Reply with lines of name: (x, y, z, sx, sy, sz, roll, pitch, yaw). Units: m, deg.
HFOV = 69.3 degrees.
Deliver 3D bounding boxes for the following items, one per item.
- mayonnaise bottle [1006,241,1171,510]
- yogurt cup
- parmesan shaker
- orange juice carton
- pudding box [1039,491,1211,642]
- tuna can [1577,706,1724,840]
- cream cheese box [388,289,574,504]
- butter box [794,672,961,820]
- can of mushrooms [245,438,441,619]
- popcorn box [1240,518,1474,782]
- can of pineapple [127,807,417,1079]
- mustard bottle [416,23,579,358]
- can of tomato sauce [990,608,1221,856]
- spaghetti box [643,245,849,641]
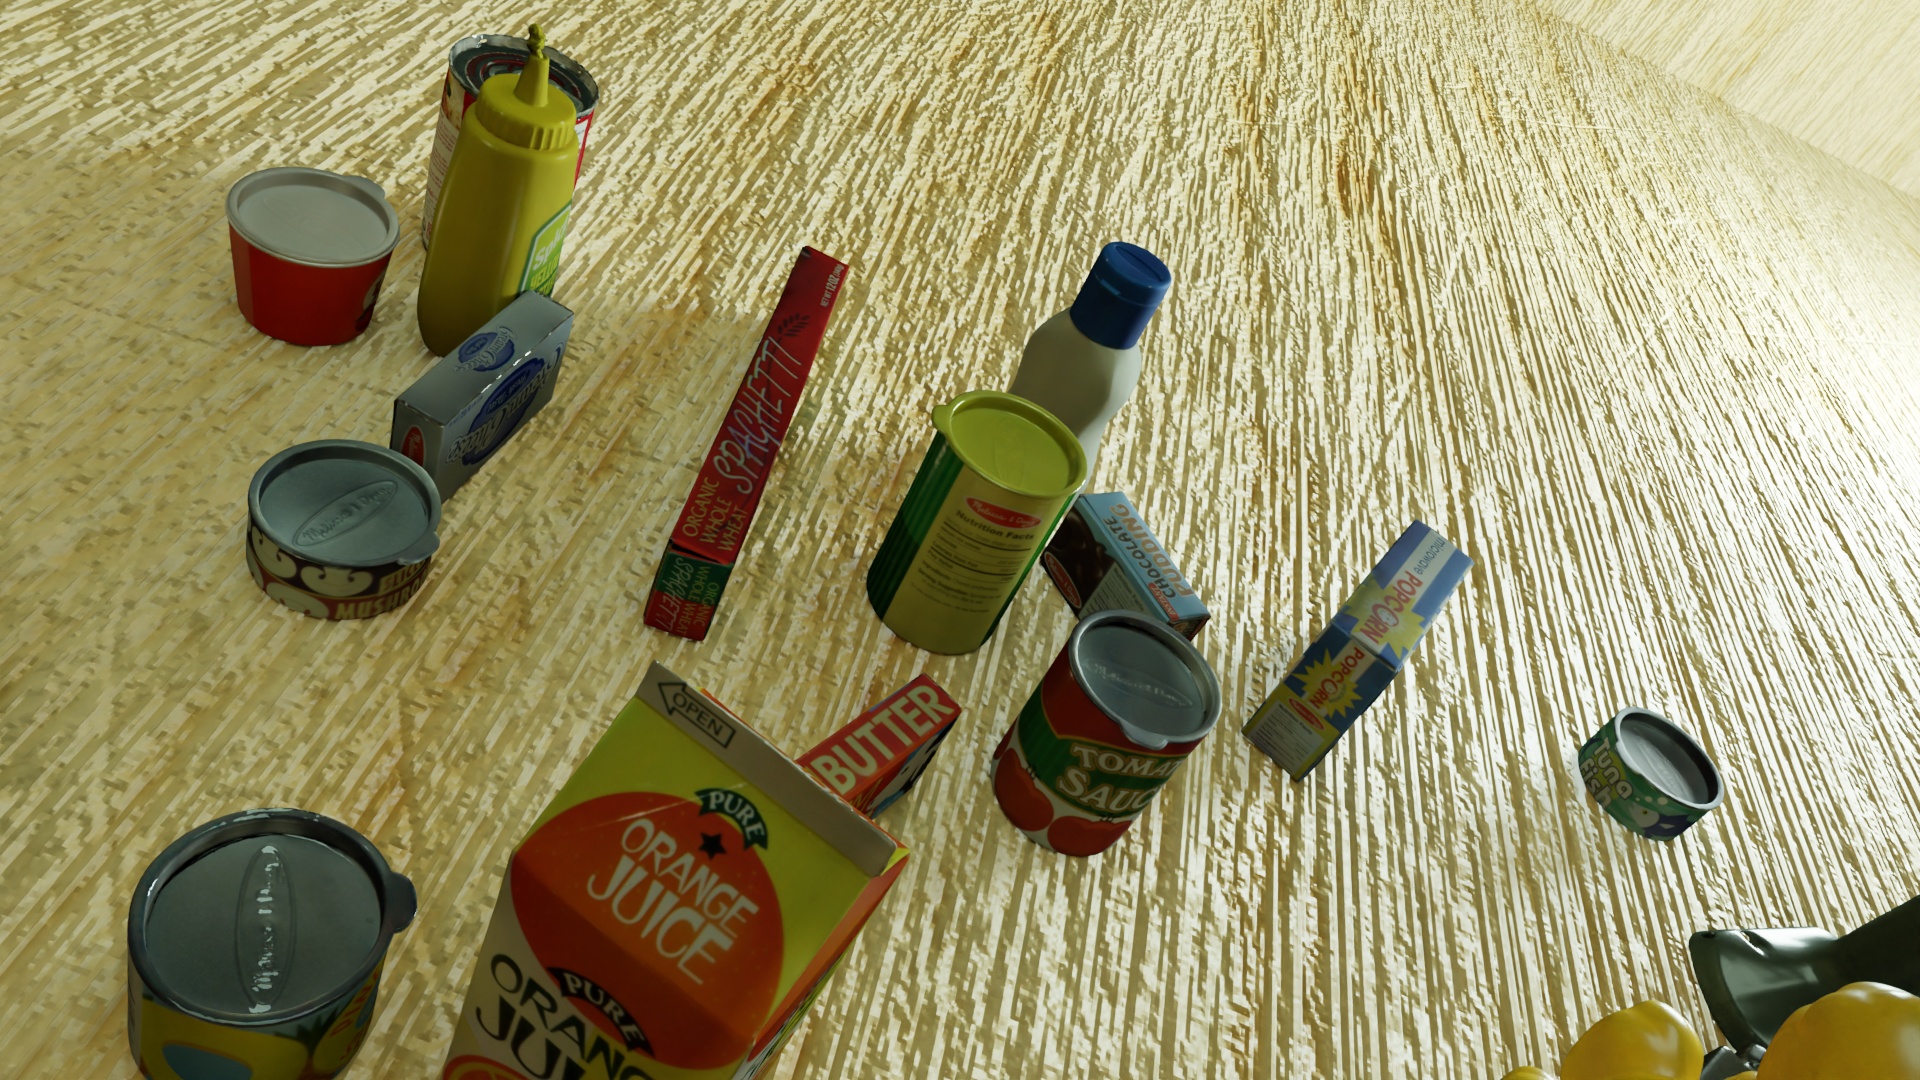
mayonnaise bottle: (0.055, -0.078, 0.687, 0.065, 0.147, 0.041, 42, 41, 16)
yogurt cup: (-0.285, -0.122, 0.608, 0.072, 0.053, 0.073, 17, 40, -15)
parmesan shaker: (0.002, -0.008, 0.615, 0.071, 0.102, 0.072, 17, 40, -15)
orange juice carton: (-0.077, 0.111, 0.368, 0.072, 0.191, 0.073, 36, 39, 9)
pudding box: (0.078, 0.022, 0.670, 0.030, 0.049, 0.084, -7, 51, -36)
tuna can: (0.366, 0.125, 0.742, 0.071, 0.032, 0.071, 17, 40, -15)
cream cheese box: (-0.204, -0.060, 0.589, 0.024, 0.053, 0.104, 28, 39, -1)
butter box: (-0.046, 0.093, 0.516, 0.024, 0.052, 0.104, 42, 41, 16)
can of mushrooms: (-0.232, -0.003, 0.526, 0.071, 0.033, 0.071, 17, 40, -15)
popcorn box: (0.196, 0.051, 0.680, 0.038, 0.084, 0.127, 40, 40, 13)
can of pineapple: (-0.196, 0.120, 0.394, 0.071, 0.057, 0.071, 17, 40, -15)
mustard bottle: (-0.197, -0.148, 0.605, 0.049, 0.159, 0.066, 25, 39, -5)
can of tomato sauce: (0.058, 0.081, 0.567, 0.071, 0.082, 0.071, 17, 40, -15)
spaghetti box: (-0.095, -0.055, 0.651, 0.029, 0.050, 0.251, 22, 39, -9)
